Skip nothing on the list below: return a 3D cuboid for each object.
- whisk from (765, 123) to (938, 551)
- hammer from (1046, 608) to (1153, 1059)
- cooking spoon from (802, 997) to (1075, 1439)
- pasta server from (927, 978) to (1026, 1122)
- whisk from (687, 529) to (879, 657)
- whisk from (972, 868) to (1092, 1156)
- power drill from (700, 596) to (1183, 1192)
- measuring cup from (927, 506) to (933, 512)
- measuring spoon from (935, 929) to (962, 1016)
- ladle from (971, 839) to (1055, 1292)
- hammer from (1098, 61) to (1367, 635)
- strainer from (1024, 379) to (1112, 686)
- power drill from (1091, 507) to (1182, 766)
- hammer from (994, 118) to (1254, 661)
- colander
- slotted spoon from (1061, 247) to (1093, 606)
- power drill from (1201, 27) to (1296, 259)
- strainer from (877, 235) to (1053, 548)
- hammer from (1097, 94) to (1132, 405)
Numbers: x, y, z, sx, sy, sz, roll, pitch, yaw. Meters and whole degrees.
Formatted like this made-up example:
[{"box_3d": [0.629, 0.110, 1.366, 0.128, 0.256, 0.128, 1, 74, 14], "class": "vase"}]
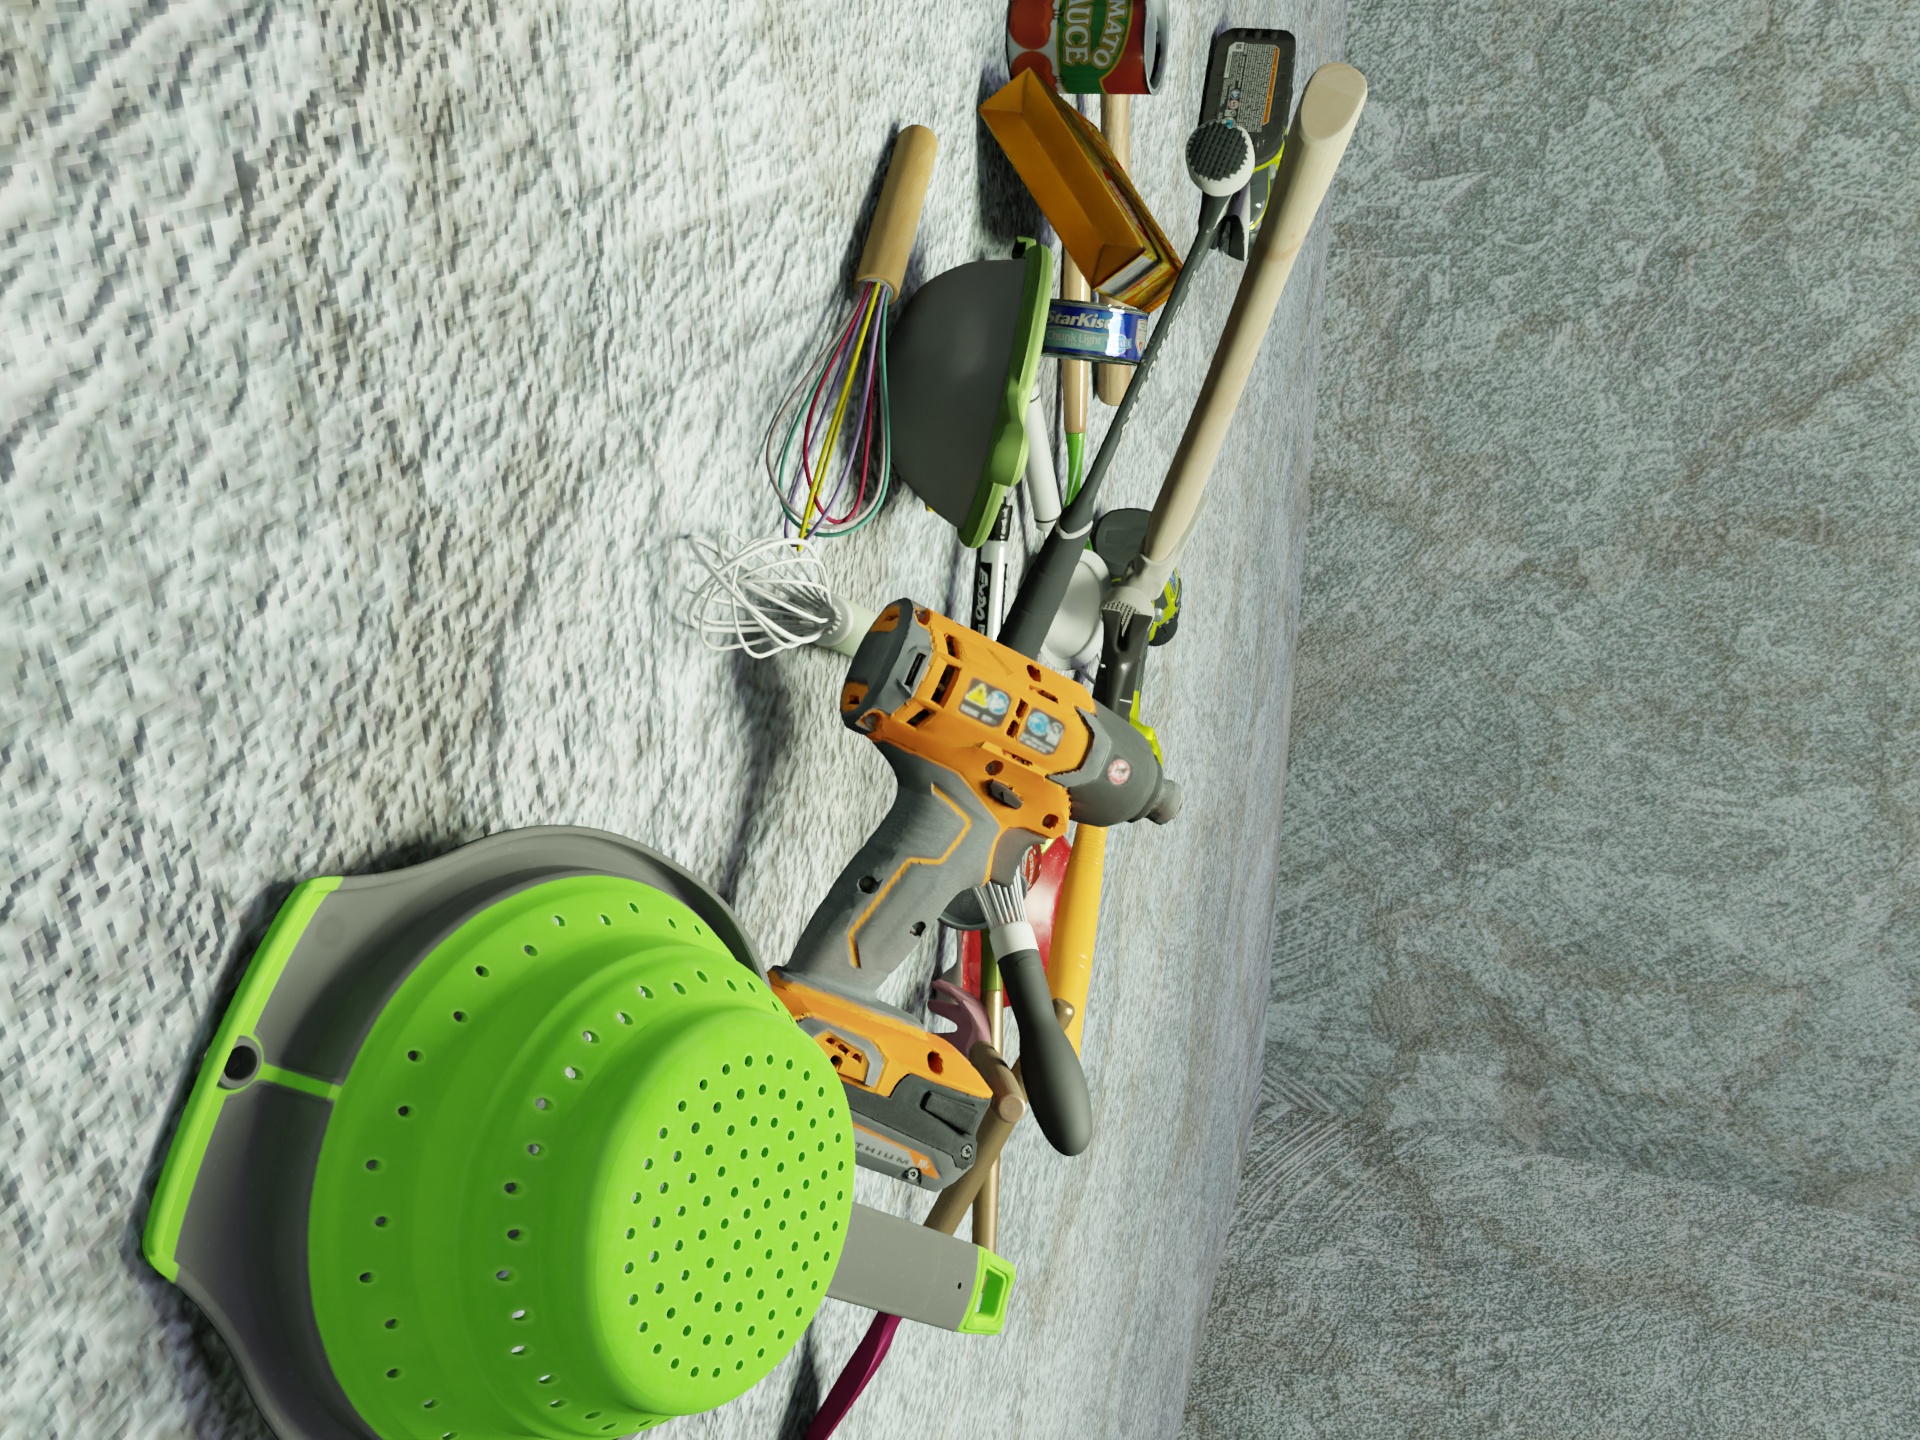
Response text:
[{"box_3d": [-0.041, -0.182, 0.725, 0.047, 0.051, 0.245, 59, 38, -56], "class": "whisk"}, {"box_3d": [0.082, 0.084, 1.008, 0.127, 0.034, 0.337, 94, 7, -51], "class": "hammer"}, {"box_3d": [-0.020, 0.287, 0.855, 0.319, 0.017, 0.068, -61, 167, 8], "class": "cooking spoon"}, {"box_3d": [0.006, 0.182, 0.853, 0.316, 0.040, 0.060, 128, -29, -84], "class": "pasta server"}, {"box_3d": [-0.063, -0.047, 0.714, 0.058, 0.059, 0.246, -46, 168, 6], "class": "whisk"}, {"box_3d": [0.018, 0.086, 0.824, 0.070, 0.070, 0.285, 61, 11, -63], "class": "whisk"}, {"box_3d": [-0.003, 0.081, 0.697, 0.226, 0.164, 0.084, -67, -161, -5], "class": "power drill"}, {"box_3d": [0.004, -0.191, 0.912, 0.156, 0.029, 0.062, -66, 160, -12], "class": "measuring cup"}, {"box_3d": [-0.008, 0.130, 1.018, 0.034, 0.018, 0.124, -102, -169, -85], "class": "measuring spoon"}, {"box_3d": [0.030, 0.199, 1.018, 0.062, 0.078, 0.320, 5, 83, -28], "class": "ladle"}, {"box_3d": [0.171, -0.225, 0.997, 0.146, 0.038, 0.410, -60, 172, -35], "class": "hammer"}, {"box_3d": [0.060, -0.131, 1.080, 0.087, 0.050, 0.258, -43, 136, -32], "class": "strainer"}, {"box_3d": [0.141, -0.039, 1.325, 0.190, 0.080, 0.229, 57, 41, -65], "class": "power drill"}, {"box_3d": [0.074, -0.133, 0.926, 0.409, 0.036, 0.149, -65, 169, 7], "class": "hammer"}, {"box_3d": [-0.056, 0.170, 0.528, 0.396, 0.094, 0.205, 39, 60, -48], "class": "colander"}, {"box_3d": [0.082, -0.232, 1.133, 0.070, 0.031, 0.313, -46, 138, -63], "class": "slotted spoon"}, {"box_3d": [0.294, -0.588, 1.597, 0.223, 0.080, 0.171, 31, 68, -76], "class": "power drill"}, {"box_3d": [-0.005, -0.147, 0.735, 0.256, 0.069, 0.151, -90, -166, -71], "class": "strainer"}, {"box_3d": [0.109, -0.371, 1.126, 0.331, 0.031, 0.130, 84, 9, -45], "class": "hammer"}]
